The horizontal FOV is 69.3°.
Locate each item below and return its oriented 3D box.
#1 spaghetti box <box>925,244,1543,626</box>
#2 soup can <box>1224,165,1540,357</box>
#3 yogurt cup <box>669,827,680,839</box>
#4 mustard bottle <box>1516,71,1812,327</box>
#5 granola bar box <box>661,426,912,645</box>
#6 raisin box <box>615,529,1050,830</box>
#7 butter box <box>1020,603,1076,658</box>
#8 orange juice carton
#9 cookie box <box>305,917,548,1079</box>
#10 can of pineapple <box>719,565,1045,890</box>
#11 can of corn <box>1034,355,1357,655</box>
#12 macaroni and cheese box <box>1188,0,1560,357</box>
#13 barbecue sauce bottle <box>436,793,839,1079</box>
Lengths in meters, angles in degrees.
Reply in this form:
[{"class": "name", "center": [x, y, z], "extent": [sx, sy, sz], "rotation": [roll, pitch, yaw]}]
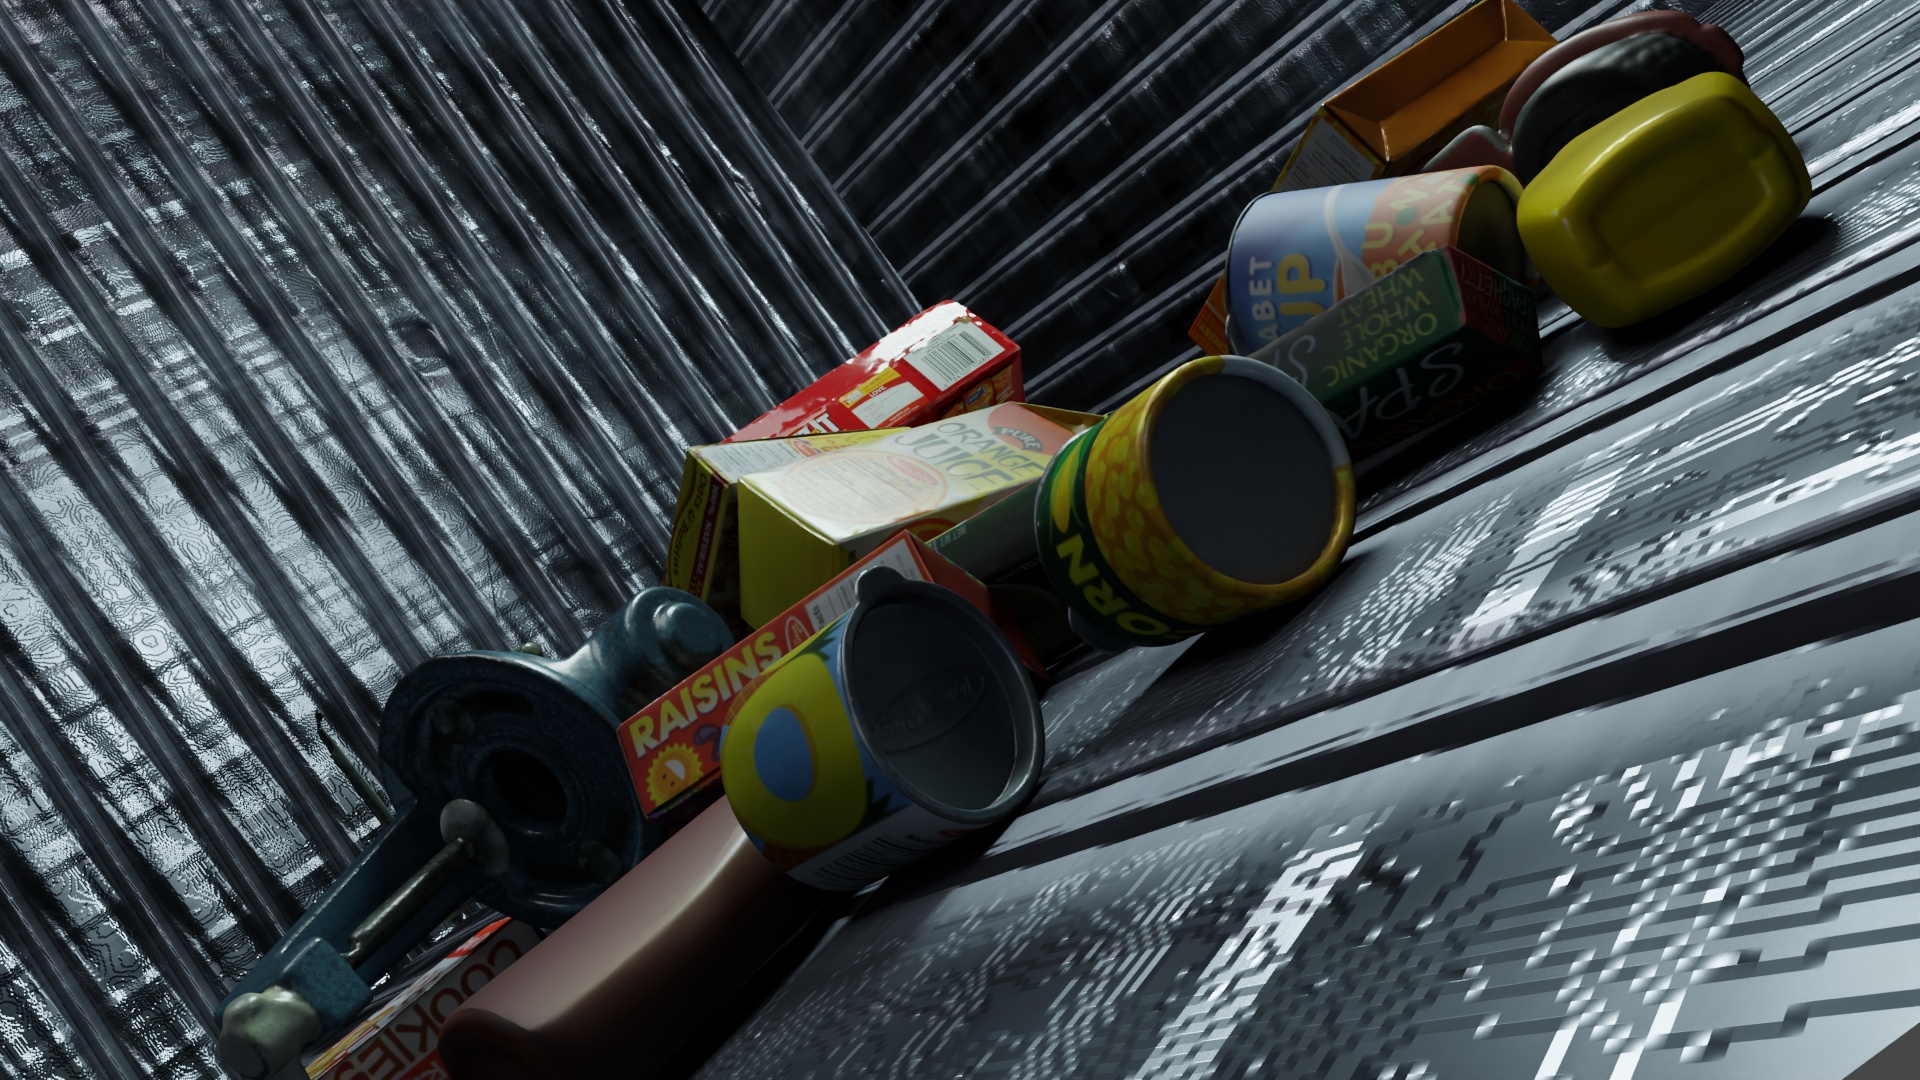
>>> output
[{"class": "spaghetti box", "center": [0.071, -0.021, 0.471], "extent": [0.050, 0.029, 0.249], "rotation": [14, -32, -40]}, {"class": "soup can", "center": [0.142, -0.088, 0.473], "extent": [0.084, 0.071, 0.072], "rotation": [5, 33, 46]}, {"class": "yogurt cup", "center": [-0.150, 0.145, 0.679], "extent": [0.072, 0.054, 0.072], "rotation": [-37, 1, 1]}, {"class": "mustard bottle", "center": [0.198, -0.100, 0.407], "extent": [0.065, 0.049, 0.161], "rotation": [-36, 1, 24]}, {"class": "granola bar box", "center": [-0.081, 0.029, 0.660], "extent": [0.124, 0.039, 0.164], "rotation": [-9, -53, -40]}, {"class": "raisin box", "center": [-0.042, 0.057, 0.478], "extent": [0.123, 0.040, 0.086], "rotation": [-34, -29, 11]}, {"class": "butter box", "center": [0.068, 0.006, 0.549], "extent": [0.103, 0.024, 0.053], "rotation": [-36, 2, 38]}, {"class": "orange juice carton", "center": [0.002, -0.008, 0.617], "extent": [0.193, 0.073, 0.071], "rotation": [-19, -54, -35]}, {"class": "cookie box", "center": [-0.258, 0.237, 0.615], "extent": [0.168, 0.040, 0.122], "rotation": [-38, 2, -30]}, {"class": "can of pineapple", "center": [-0.021, 0.050, 0.366], "extent": [0.057, 0.071, 0.071], "rotation": [-36, 1, 38]}, {"class": "can of corn", "center": [0.061, -0.007, 0.369], "extent": [0.071, 0.071, 0.058], "rotation": [-37, 1, -27]}, {"class": "macaroni and cheese box", "center": [0.184, -0.157, 0.642], "extent": [0.124, 0.040, 0.165], "rotation": [-36, -13, -24]}, {"class": "barbecue sauce bottle", "center": [-0.066, 0.098, 0.380], "extent": [0.064, 0.043, 0.149], "rotation": [-25, 9, 44]}]
